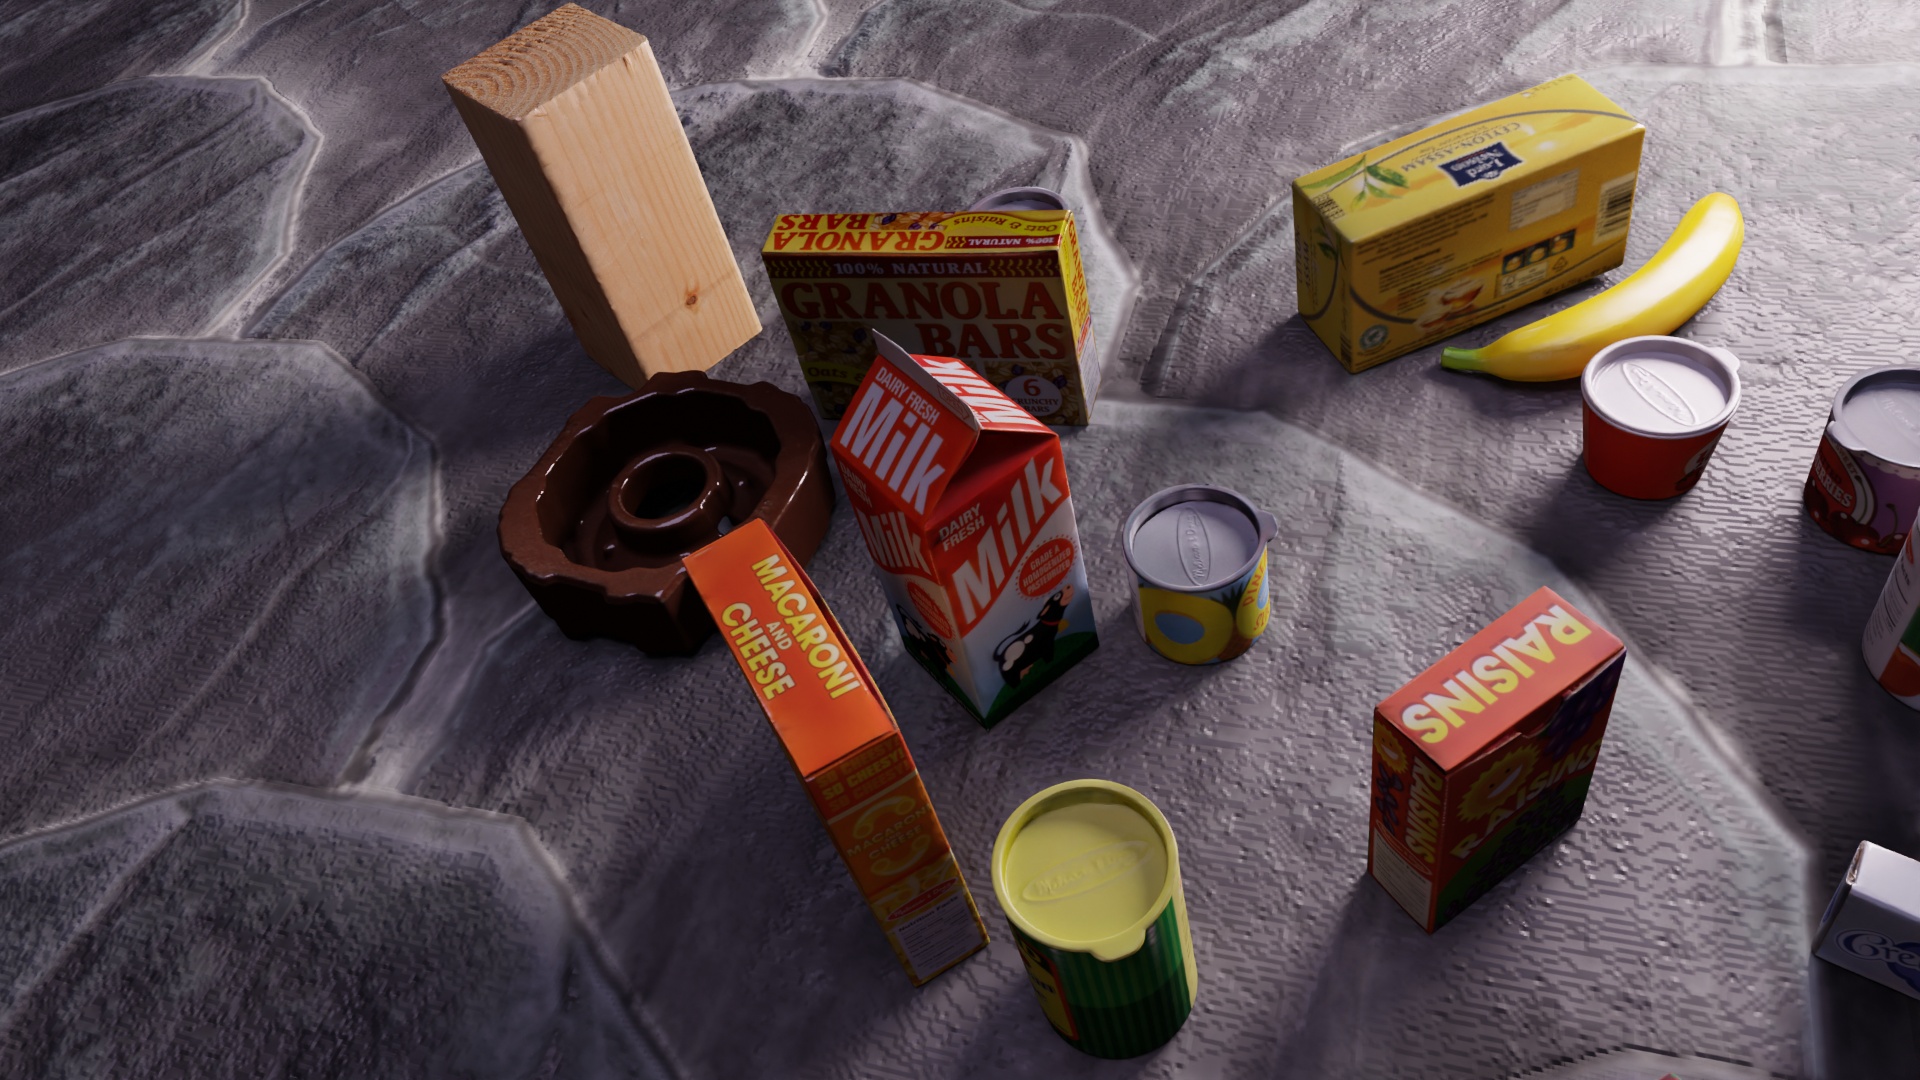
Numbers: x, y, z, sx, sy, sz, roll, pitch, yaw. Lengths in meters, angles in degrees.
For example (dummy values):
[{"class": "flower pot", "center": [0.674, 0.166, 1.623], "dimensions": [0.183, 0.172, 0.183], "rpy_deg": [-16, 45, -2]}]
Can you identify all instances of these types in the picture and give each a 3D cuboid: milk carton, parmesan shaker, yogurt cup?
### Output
[{"class": "milk carton", "center": [0.002, -0.008, 0.615], "dimensions": [0.073, 0.189, 0.072], "rpy_deg": [-35, 50, -17]}, {"class": "parmesan shaker", "center": [0.054, 0.147, 0.522], "dimensions": [0.071, 0.102, 0.072], "rpy_deg": [-7, 48, 8]}, {"class": "yogurt cup", "center": [0.332, -0.057, 0.666], "dimensions": [0.072, 0.053, 0.073], "rpy_deg": [-7, 48, 8]}]

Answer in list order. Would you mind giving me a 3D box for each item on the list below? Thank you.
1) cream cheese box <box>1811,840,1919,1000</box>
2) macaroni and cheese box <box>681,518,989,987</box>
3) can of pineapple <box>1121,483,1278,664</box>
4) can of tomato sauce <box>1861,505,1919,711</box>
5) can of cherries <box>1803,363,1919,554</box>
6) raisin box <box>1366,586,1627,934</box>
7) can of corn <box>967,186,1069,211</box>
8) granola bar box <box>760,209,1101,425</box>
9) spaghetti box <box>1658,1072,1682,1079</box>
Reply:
[{"class": "cream cheese box", "center": [0.358, 0.146, 0.478], "dimensions": [0.104, 0.053, 0.024], "rpy_deg": [23, 58, 30]}, {"class": "macaroni and cheese box", "center": [-0.047, 0.087, 0.559], "dimensions": [0.040, 0.165, 0.124], "rpy_deg": [-29, 48, -11]}, {"class": "can of pineapple", "center": [0.114, 0.016, 0.655], "dimensions": [0.071, 0.057, 0.071], "rpy_deg": [-7, 48, 8]}, {"class": "can of tomato sauce", "center": [0.410, 0.025, 0.553], "dimensions": [0.071, 0.082, 0.071], "rpy_deg": [-7, 48, 8]}, {"class": "can of cherries", "center": [0.418, -0.036, 0.622], "dimensions": [0.071, 0.058, 0.072], "rpy_deg": [-7, 48, 8]}, {"class": "raisin box", "center": [0.199, 0.086, 0.525], "dimensions": [0.086, 0.122, 0.040], "rpy_deg": [-31, 49, -13]}, {"class": "can of corn", "center": [0.038, -0.169, 0.841], "dimensions": [0.071, 0.058, 0.071], "rpy_deg": [-7, 48, 8]}, {"class": "granola bar box", "center": [-0.014, -0.121, 0.766], "dimensions": [0.165, 0.123, 0.039], "rpy_deg": [3, 50, 17]}, {"class": "spaghetti box", "center": [0.137, 0.250, 0.445], "dimensions": [0.250, 0.050, 0.029], "rpy_deg": [-26, 48, -9]}]
